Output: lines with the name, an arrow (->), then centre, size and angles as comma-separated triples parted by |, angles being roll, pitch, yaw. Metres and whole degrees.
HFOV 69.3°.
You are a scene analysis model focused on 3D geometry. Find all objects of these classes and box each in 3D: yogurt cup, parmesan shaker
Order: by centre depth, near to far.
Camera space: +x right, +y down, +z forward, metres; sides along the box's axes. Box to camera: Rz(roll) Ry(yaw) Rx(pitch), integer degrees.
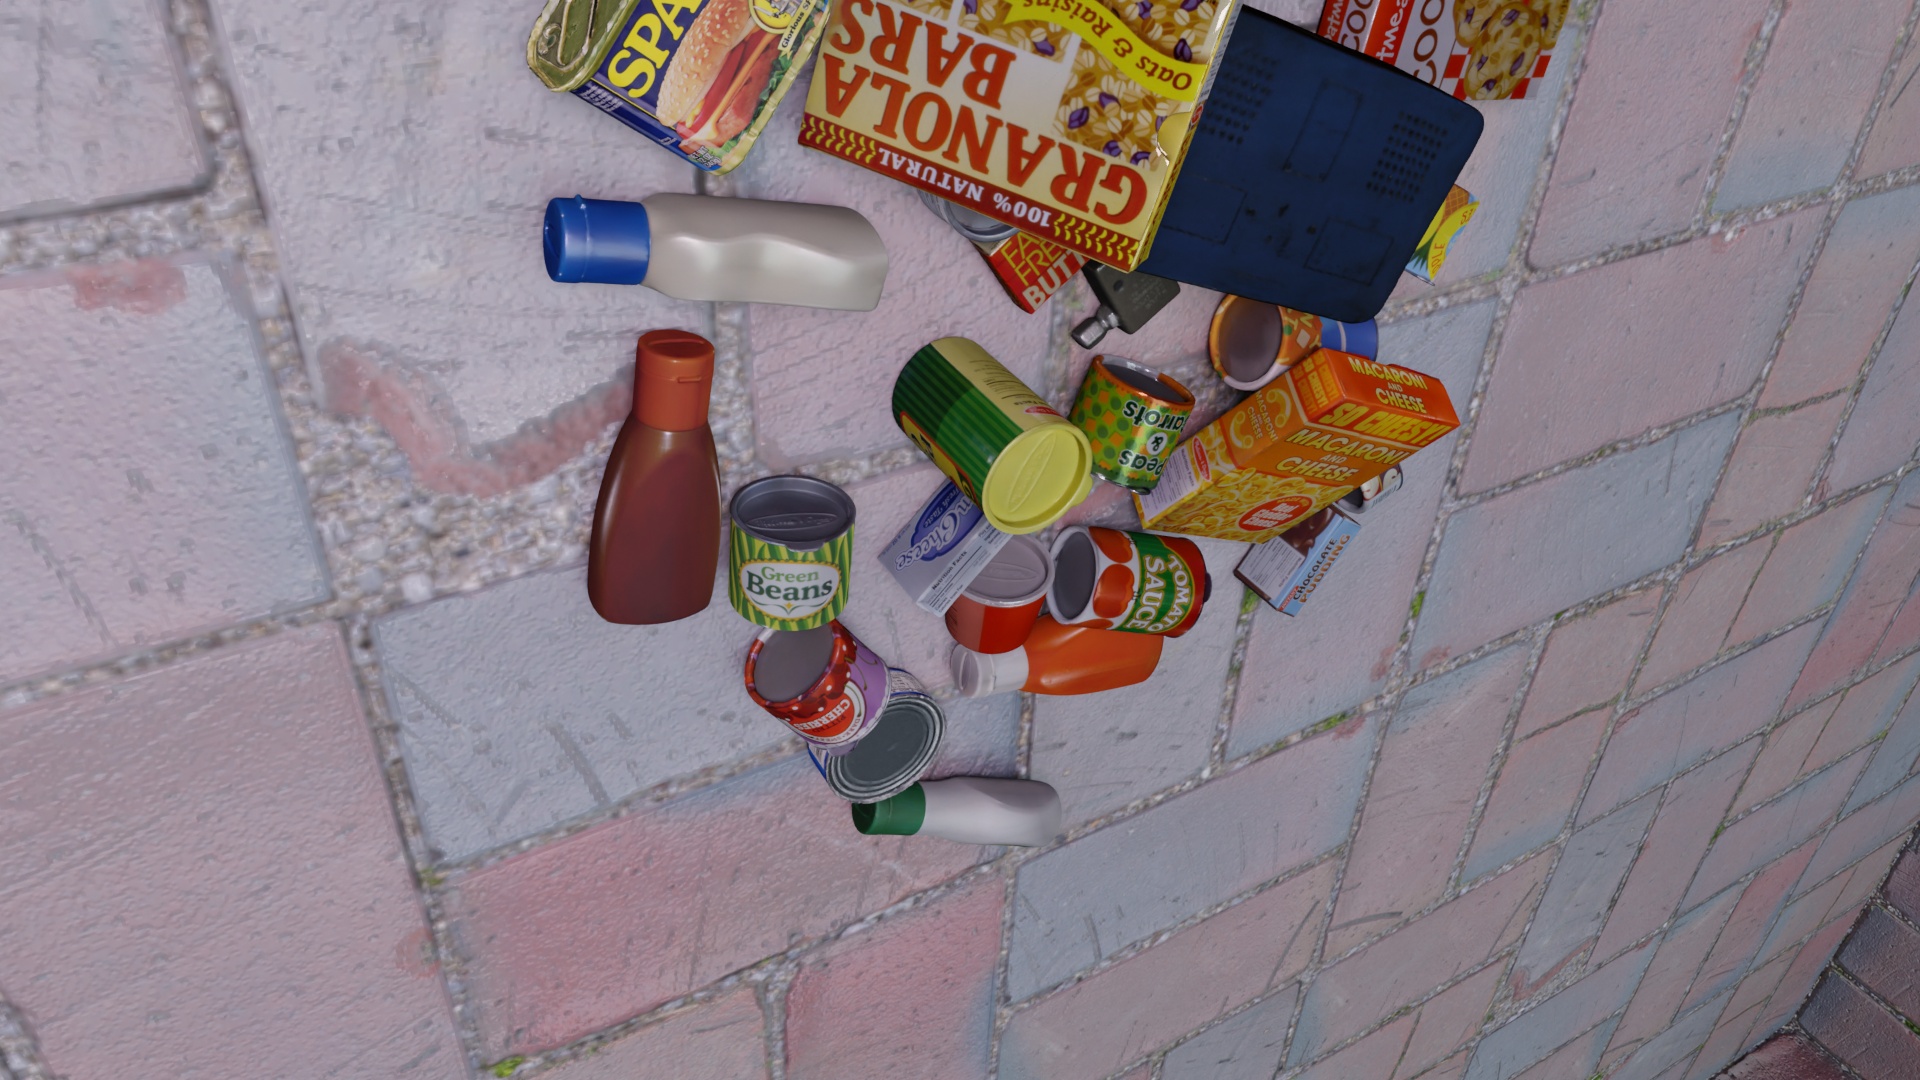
parmesan shaker -> 0.016, -0.057, 0.745 | 0.071, 0.103, 0.071 | -19, 131, -23
yogurt cup -> 0.020, 0.032, 0.846 | 0.072, 0.072, 0.053 | -17, 138, -25

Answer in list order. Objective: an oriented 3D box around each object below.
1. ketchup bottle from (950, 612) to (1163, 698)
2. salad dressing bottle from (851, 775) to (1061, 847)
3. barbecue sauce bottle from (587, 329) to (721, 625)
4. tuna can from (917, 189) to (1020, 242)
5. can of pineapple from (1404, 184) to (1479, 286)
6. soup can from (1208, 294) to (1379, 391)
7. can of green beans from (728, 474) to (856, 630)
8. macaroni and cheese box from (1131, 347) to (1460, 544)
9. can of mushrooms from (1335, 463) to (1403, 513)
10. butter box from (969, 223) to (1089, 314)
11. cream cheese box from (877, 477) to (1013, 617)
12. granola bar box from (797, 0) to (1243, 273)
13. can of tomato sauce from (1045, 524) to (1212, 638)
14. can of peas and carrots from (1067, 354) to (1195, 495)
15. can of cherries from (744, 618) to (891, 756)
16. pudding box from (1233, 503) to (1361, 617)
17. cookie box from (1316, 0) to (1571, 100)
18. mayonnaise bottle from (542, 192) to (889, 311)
ketchup bottle -> 0.066, 0.075, 0.925 | 0.149, 0.043, 0.064 | -8, 120, -32
salad dressing bottle -> -0.002, 0.184, 0.949 | 0.148, 0.064, 0.044 | 10, 97, -31
barbecue sauce bottle -> -0.148, -0.030, 0.689 | 0.065, 0.044, 0.147 | -8, 125, -32
tuna can -> 0.014, -0.188, 0.695 | 0.071, 0.033, 0.070 | -20, 132, -24
can of pineapple -> 0.277, -0.198, 0.855 | 0.071, 0.071, 0.057 | 12, 114, -41
soup can -> 0.206, -0.127, 0.861 | 0.084, 0.071, 0.071 | -1, 122, -35
can of green beans -> -0.091, 0.007, 0.742 | 0.071, 0.071, 0.057 | -13, 129, -28
macaroni and cheese box -> 0.208, -0.055, 0.877 | 0.124, 0.040, 0.165 | 6, 150, -39
can of mushrooms -> 0.270, -0.055, 0.963 | 0.033, 0.071, 0.070 | -35, 136, -8
butter box -> 0.057, -0.175, 0.743 | 0.103, 0.024, 0.053 | -45, 136, 0
cream cheese box -> 0.003, -0.010, 0.807 | 0.103, 0.053, 0.024 | -49, 135, 5
granola bar box -> 0.023, -0.205, 0.605 | 0.039, 0.166, 0.123 | -52, 163, -63
can of tomato sauce -> 0.106, 0.027, 0.889 | 0.083, 0.071, 0.071 | 7, 118, -27
can of peas and carrots -> 0.099, -0.069, 0.820 | 0.071, 0.071, 0.058 | 4, 118, -38
can of cherries -> -0.082, 0.081, 0.801 | 0.071, 0.072, 0.058 | -43, 136, -1
pudding box -> 0.242, 0.007, 0.998 | 0.030, 0.050, 0.083 | 19, 109, -45
cookie box -> 0.282, -0.316, 0.791 | 0.168, 0.040, 0.122 | -12, 128, -31
mayonnaise bottle -> -0.110, -0.132, 0.629 | 0.148, 0.065, 0.041 | -3, 127, -30
